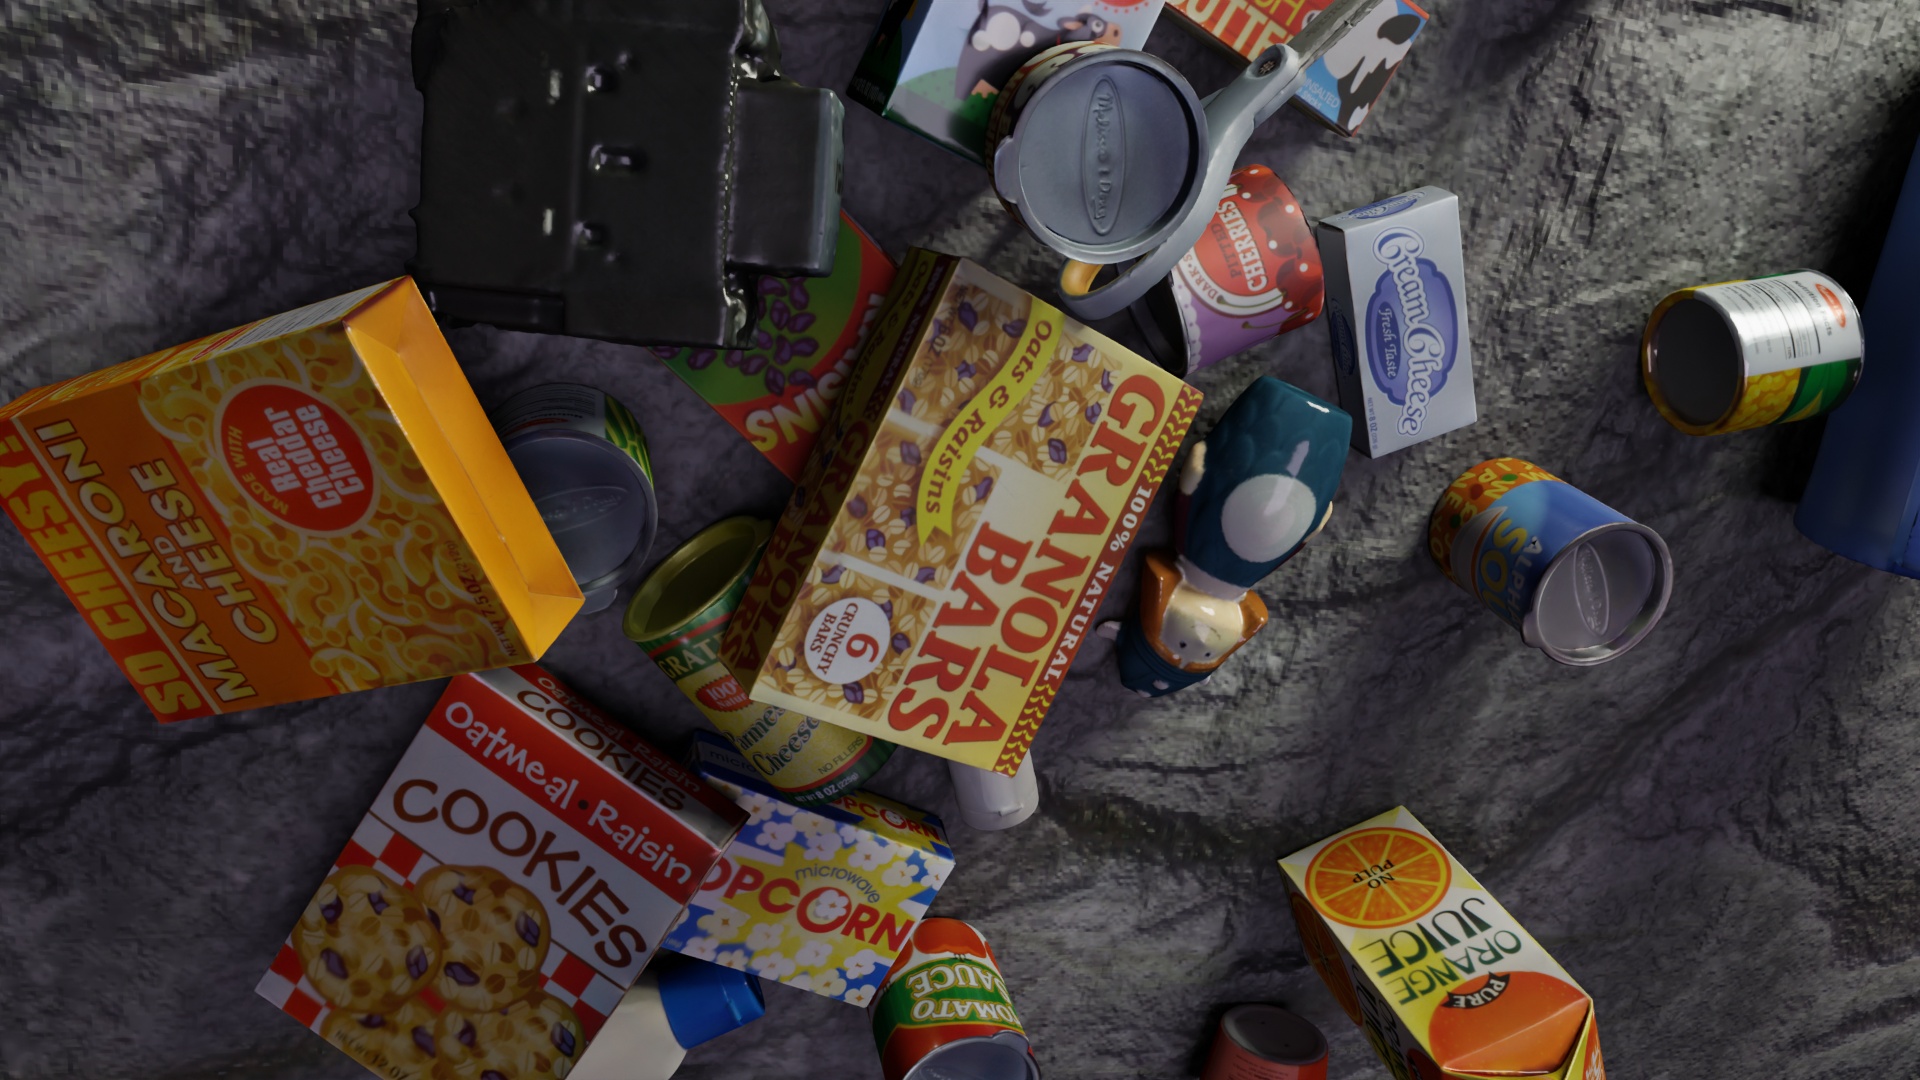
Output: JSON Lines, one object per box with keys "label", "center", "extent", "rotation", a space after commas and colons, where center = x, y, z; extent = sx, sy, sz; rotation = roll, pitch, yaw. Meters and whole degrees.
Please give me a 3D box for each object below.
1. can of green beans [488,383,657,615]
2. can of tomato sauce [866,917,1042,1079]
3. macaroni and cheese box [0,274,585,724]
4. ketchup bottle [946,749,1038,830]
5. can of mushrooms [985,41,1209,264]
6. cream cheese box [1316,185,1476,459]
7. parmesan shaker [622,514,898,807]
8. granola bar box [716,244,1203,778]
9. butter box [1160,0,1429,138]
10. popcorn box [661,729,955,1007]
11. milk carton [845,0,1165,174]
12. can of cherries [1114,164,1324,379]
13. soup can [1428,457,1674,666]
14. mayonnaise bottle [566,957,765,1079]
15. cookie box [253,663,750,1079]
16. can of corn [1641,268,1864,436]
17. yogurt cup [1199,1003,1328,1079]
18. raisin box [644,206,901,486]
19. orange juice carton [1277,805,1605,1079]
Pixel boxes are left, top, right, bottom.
{"label": "can of green beans", "center": [-0.146, -0.018, 0.508], "extent": [0.071, 0.058, 0.071], "rotation": [-6, 114, -13]}
{"label": "can of tomato sauce", "center": [-0.006, 0.222, 0.633], "extent": [0.071, 0.083, 0.071], "rotation": [-6, 114, -13]}
{"label": "macaroni and cheese box", "center": [-0.227, -0.007, 0.462], "extent": [0.166, 0.040, 0.123], "rotation": [-10, 117, 20]}
{"label": "ketchup bottle", "center": [0.004, 0.054, 0.586], "extent": [0.065, 0.043, 0.148], "rotation": [-18, 116, -14]}
{"label": "can of mushrooms", "center": [0.041, -0.125, 0.446], "extent": [0.071, 0.033, 0.070], "rotation": [-6, 116, -13]}
{"label": "cream cheese box", "center": [0.185, -0.091, 0.584], "extent": [0.053, 0.024, 0.103], "rotation": [-20, 116, -8]}
{"label": "parmesan shaker", "center": [-0.072, 0.048, 0.550], "extent": [0.071, 0.071, 0.103], "rotation": [-36, 117, 2]}
{"label": "granola bar box", "center": [0.002, -0.006, 0.511], "extent": [0.124, 0.039, 0.165], "rotation": [23, 95, -34]}
{"label": "butter box", "center": [0.121, -0.201, 0.521], "extent": [0.103, 0.024, 0.053], "rotation": [26, 104, -23]}
{"label": "popcorn box", "center": [-0.078, 0.144, 0.606], "extent": [0.126, 0.038, 0.085], "rotation": [25, 103, -23]}
{"label": "milk carton", "center": [0.037, -0.219, 0.464], "extent": [0.073, 0.072, 0.190], "rotation": [21, 105, -22]}
{"label": "can of cherries", "center": [0.098, -0.103, 0.530], "extent": [0.058, 0.072, 0.071], "rotation": [-23, 116, -5]}
{"label": "soup can", "center": [0.254, 0.008, 0.612], "extent": [0.071, 0.084, 0.071], "rotation": [-5, 114, -12]}
{"label": "mayonnaise bottle", "center": [-0.162, 0.223, 0.616], "extent": [0.148, 0.041, 0.064], "rotation": [-22, 113, -6]}
{"label": "cookie box", "center": [-0.182, 0.143, 0.553], "extent": [0.123, 0.040, 0.167], "rotation": [35, 101, 0]}
{"label": "can of corn", "center": [0.344, -0.080, 0.610], "extent": [0.058, 0.071, 0.071], "rotation": [-10, 115, -10]}
{"label": "yogurt cup", "center": [0.156, 0.275, 0.711], "extent": [0.072, 0.072, 0.053], "rotation": [5, 103, -17]}
{"label": "raisin box", "center": [-0.050, -0.069, 0.523], "extent": [0.086, 0.040, 0.123], "rotation": [-43, 117, 5]}
{"label": "orange juice carton", "center": [0.225, 0.211, 0.628], "extent": [0.073, 0.193, 0.071], "rotation": [-23, 116, -5]}
